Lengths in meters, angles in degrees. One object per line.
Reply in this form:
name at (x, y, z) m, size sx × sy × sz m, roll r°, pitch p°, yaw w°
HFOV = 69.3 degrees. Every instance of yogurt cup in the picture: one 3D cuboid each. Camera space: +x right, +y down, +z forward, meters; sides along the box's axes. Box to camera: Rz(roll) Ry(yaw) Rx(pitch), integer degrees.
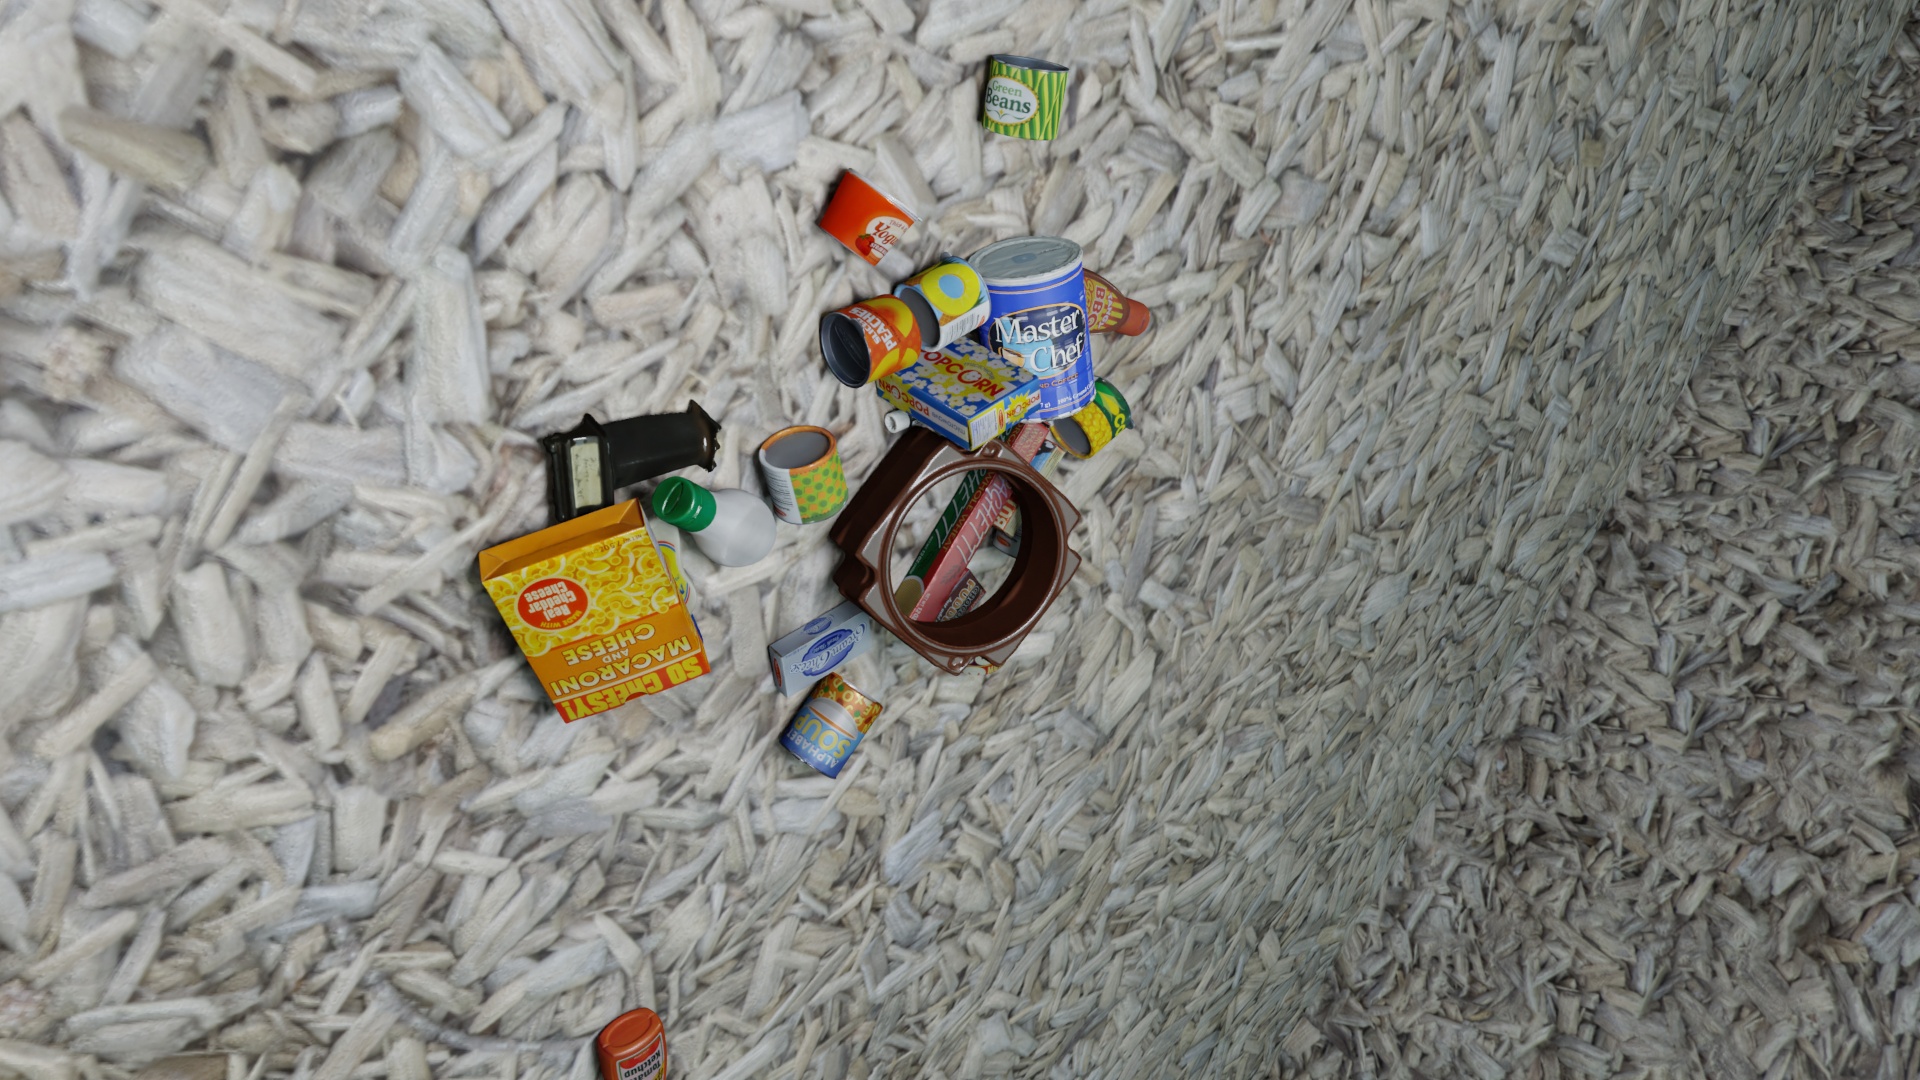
yogurt cup at (-0.076, -0.255, 1.105) m, size 0.054 × 0.072 × 0.072 m, roll -54°, pitch 143°, yaw 7°

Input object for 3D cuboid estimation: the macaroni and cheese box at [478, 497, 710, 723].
macaroni and cheese box at (-0.277, 0.058, 1.069) m, size 0.124 × 0.040 × 0.165 m, roll -20°, pitch 132°, yaw -6°

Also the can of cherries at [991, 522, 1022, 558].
can of cherries at (0.074, -0.014, 1.428) m, size 0.071 × 0.071 × 0.058 m, roll 2°, pitch 111°, yaw -49°

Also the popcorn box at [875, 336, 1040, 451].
popcorn box at (-0.003, -0.135, 1.213) m, size 0.085 × 0.127 × 0.038 m, roll -33°, pitch 139°, yaw -29°

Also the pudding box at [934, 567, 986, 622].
pudding box at (-0.017, 0.067, 1.410) m, size 0.084 × 0.030 × 0.049 m, roll -49°, pitch 142°, yaw -12°

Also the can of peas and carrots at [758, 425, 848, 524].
can of peas and carrots at (-0.130, -0.057, 1.172) m, size 0.071 × 0.071 × 0.058 m, roll -36°, pitch 136°, yaw -27°

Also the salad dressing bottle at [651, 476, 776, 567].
salad dressing bottle at (-0.195, -0.017, 1.109) m, size 0.064 × 0.044 × 0.147 m, roll -61°, pitch 161°, yaw -3°

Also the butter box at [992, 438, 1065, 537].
butter box at (0.055, -0.059, 1.388) m, size 0.103 × 0.053 × 0.024 m, roll -58°, pitch 145°, yaw 0°

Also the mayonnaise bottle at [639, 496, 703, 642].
mayonnaise bottle at (-0.246, 0.037, 1.126) m, size 0.065 × 0.041 × 0.147 m, roll -34°, pitch 135°, yaw -23°

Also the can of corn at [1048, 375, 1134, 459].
can of corn at (0.133, -0.123, 1.417) m, size 0.058 × 0.071 × 0.070 m, roll -41°, pitch 139°, yaw -21°

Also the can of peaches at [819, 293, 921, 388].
can of peaches at (-0.074, -0.168, 1.159) m, size 0.058 × 0.071 × 0.071 m, roll -27°, pitch 132°, yaw -35°

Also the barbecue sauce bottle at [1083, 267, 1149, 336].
barbecue sauce bottle at (0.131, -0.230, 1.366) m, size 0.149 × 0.044 × 0.064 m, roll 4°, pitch 110°, yaw -50°

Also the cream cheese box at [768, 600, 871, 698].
cream cheese box at (-0.131, 0.101, 1.310) m, size 0.104 × 0.024 × 0.053 m, roll -30°, pitch 135°, yaw -32°

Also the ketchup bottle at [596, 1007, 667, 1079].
ketchup bottle at (-0.319, 0.530, 1.370) m, size 0.065 × 0.043 × 0.148 m, roll -26°, pitch 132°, yaw -36°

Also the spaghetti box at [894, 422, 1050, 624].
spaghetti box at (0.005, -0.017, 1.358) m, size 0.028 × 0.050 × 0.250 m, roll 31°, pitch 89°, yaw -30°

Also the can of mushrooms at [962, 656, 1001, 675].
can of mushrooms at (0.019, 0.108, 1.444) m, size 0.071 × 0.071 × 0.033 m, roll -28°, pitch 135°, yaw -34°

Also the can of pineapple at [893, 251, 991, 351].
can of pineapple at (-0.018, -0.206, 1.202) m, size 0.058 × 0.071 × 0.070 m, roll -35°, pitch 136°, yaw -28°

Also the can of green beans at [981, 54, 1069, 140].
can of green beans at (0.054, -0.372, 1.168) m, size 0.071 × 0.071 × 0.057 m, roll -15°, pitch 125°, yaw -42°

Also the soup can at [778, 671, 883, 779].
soup can at (-0.124, 0.176, 1.331) m, size 0.084 × 0.071 × 0.071 m, roll -56°, pitch 142°, yaw -5°
